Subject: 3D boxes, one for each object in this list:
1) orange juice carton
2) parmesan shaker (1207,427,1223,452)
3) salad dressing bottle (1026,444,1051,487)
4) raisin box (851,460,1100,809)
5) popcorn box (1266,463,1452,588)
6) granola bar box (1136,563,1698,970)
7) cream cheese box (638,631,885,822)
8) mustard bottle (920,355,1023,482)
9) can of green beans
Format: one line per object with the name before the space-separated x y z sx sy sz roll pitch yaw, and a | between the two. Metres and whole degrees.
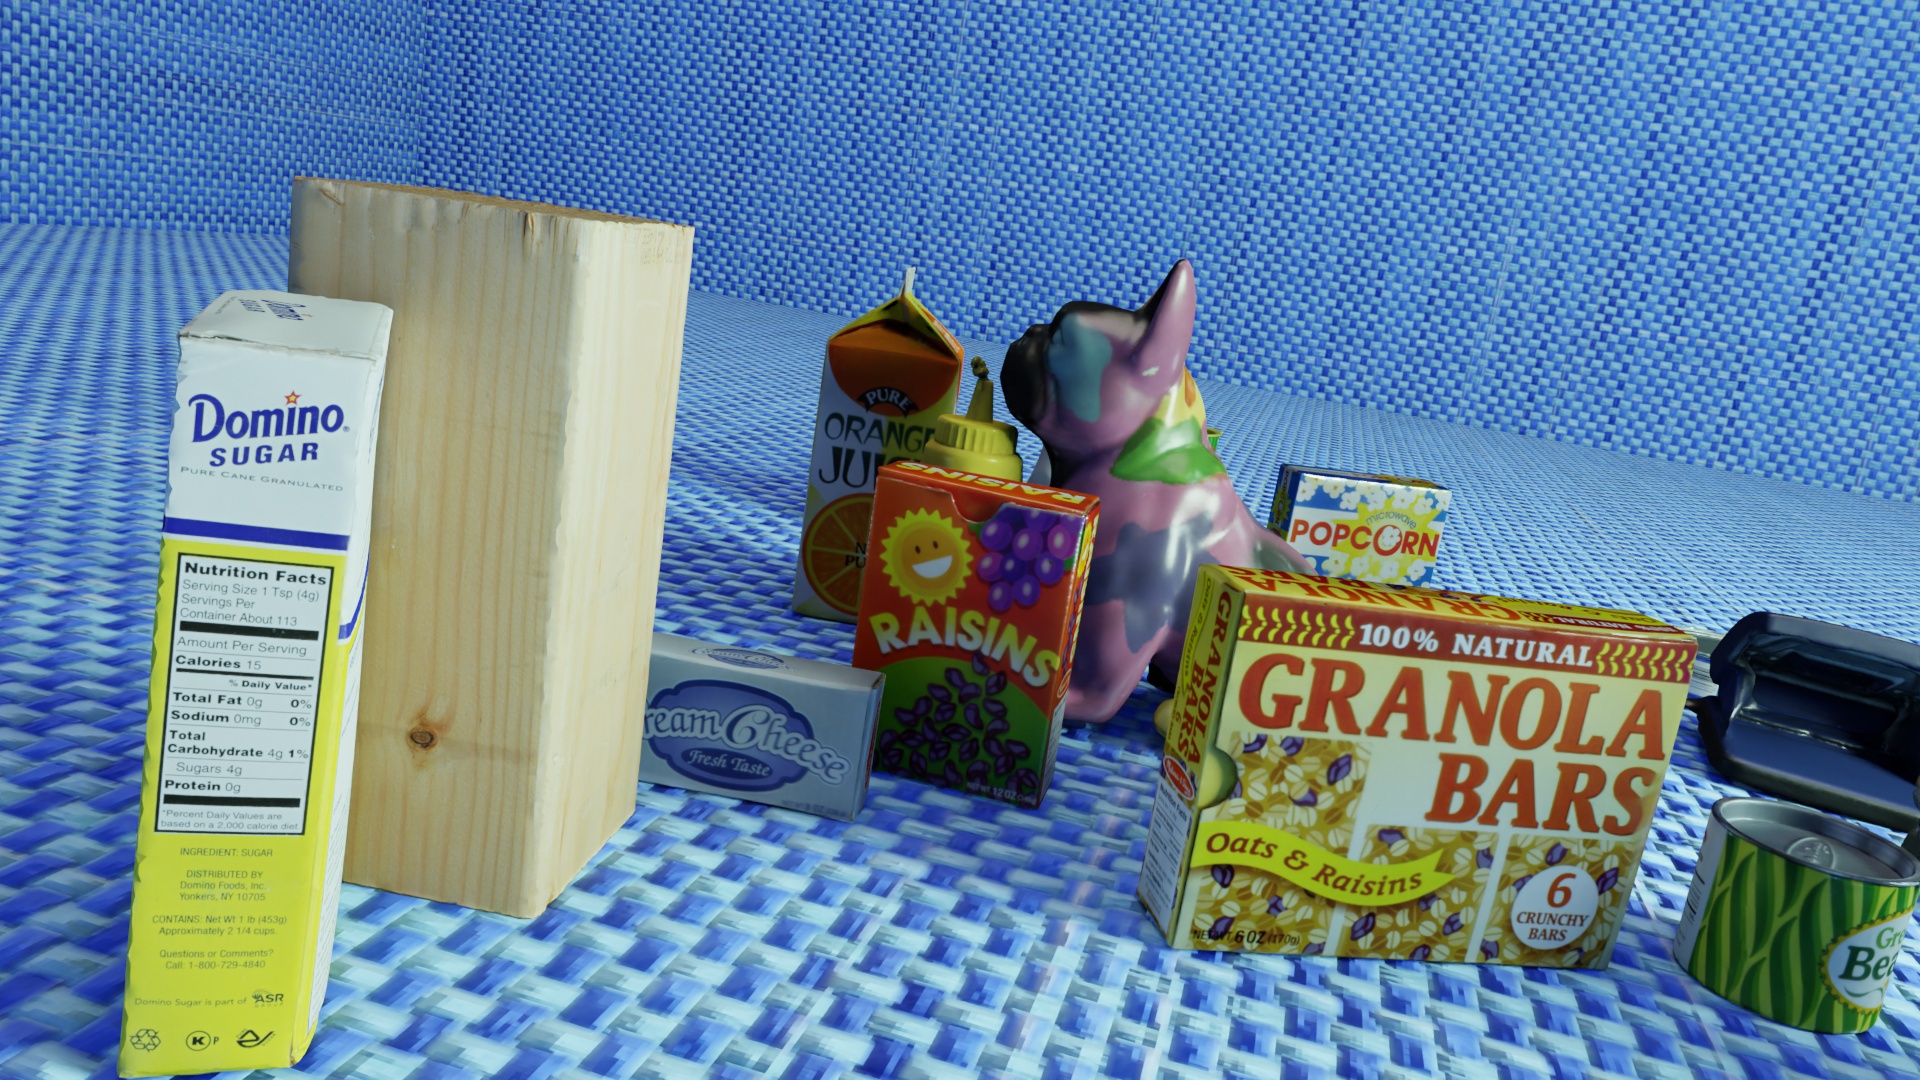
orange juice carton | -0.041 -0.054 0.764 0.073 0.192 0.072 9 12 1
parmesan shaker | 0.147 -0.032 0.999 0.071 0.102 0.071 8 12 -2
salad dressing bottle | 0.067 -0.038 0.869 0.044 0.147 0.064 -1 16 -38
raisin box | 0.003 0.036 0.557 0.086 0.123 0.040 12 13 14
popcorn box | 0.290 -0.007 1.025 0.127 0.085 0.038 6 13 -15
granola bar box | 0.153 0.079 0.471 0.166 0.124 0.039 6 12 -12
cream cheese box | -0.083 0.068 0.518 0.104 0.053 0.024 10 12 5
mustard bottle | 0.002 -0.008 0.667 0.049 0.159 0.065 1 15 -32
can of green beans | 0.294 0.131 0.490 0.071 0.057 0.071 8 13 -2
